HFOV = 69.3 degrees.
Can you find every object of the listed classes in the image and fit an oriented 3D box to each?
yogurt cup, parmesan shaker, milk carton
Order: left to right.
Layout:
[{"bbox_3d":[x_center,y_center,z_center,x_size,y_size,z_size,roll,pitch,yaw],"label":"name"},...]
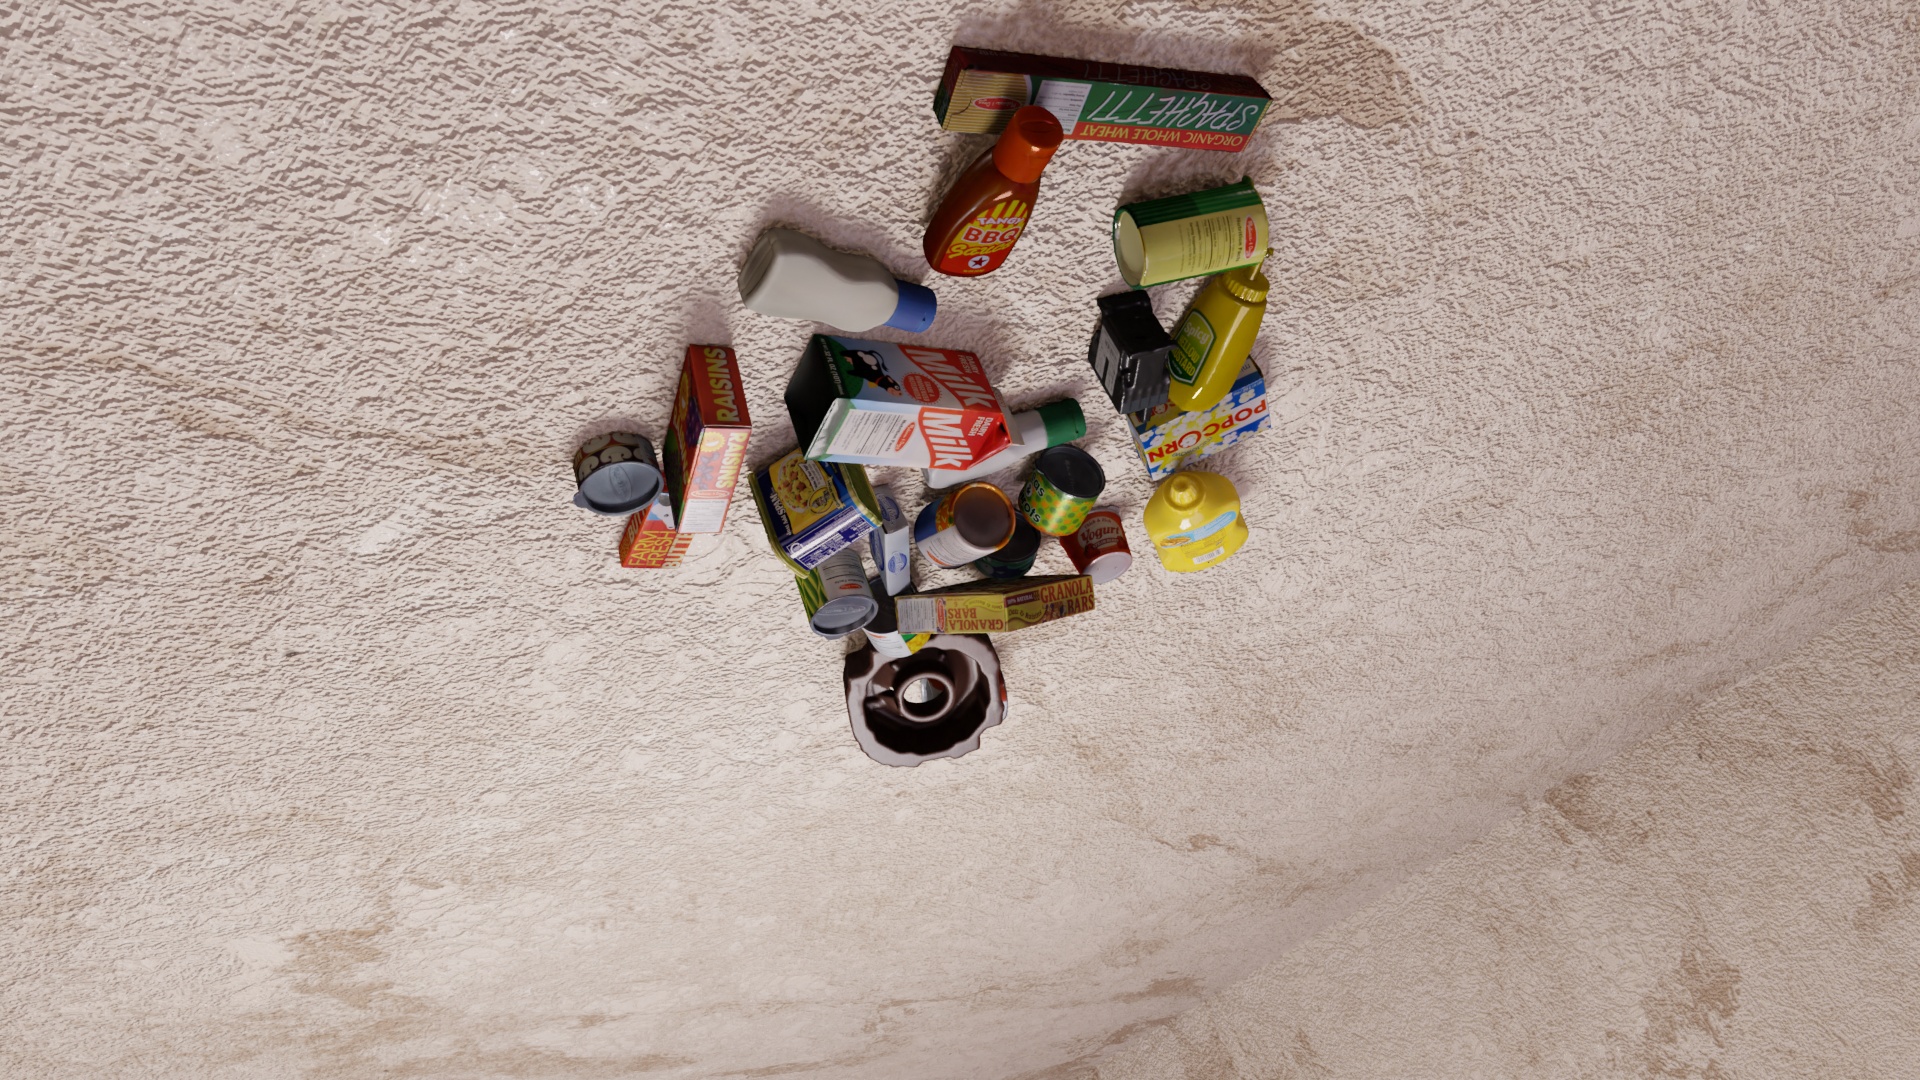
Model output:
[{"bbox_3d":[-0.037,-0.108,1.124,0.191,0.072,0.073,3,139,-31],"label":"milk carton"},{"bbox_3d":[0.139,0.008,1.406,0.072,0.054,0.072,-15,146,-10],"label":"yogurt cup"},{"bbox_3d":[0.176,-0.238,1.073,0.103,0.071,0.071,-13,146,-12],"label":"parmesan shaker"}]

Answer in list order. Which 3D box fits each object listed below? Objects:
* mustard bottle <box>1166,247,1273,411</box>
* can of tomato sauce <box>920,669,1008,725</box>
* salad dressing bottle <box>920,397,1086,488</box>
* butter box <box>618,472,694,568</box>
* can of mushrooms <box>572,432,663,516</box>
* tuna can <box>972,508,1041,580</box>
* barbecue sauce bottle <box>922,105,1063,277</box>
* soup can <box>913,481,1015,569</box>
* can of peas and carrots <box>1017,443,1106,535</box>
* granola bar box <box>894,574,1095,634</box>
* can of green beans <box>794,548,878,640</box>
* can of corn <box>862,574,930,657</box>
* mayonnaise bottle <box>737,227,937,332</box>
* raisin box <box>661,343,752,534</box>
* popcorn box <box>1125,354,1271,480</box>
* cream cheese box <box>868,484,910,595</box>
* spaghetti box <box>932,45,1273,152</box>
[{"bbox_3d":[0.222,-0.184,1.180,0.049,0.065,0.159,-6,138,-32],"label":"mustard bottle"},{"bbox_3d":[0.003,0.172,1.547,0.083,0.071,0.070,-8,144,-15],"label":"can of tomato sauce"},{"bbox_3d":[0.036,-0.088,1.221,0.148,0.044,0.064,-17,151,-10],"label":"salad dressing bottle"},{"bbox_3d":[-0.249,-0.015,1.173,0.053,0.024,0.103,2,140,-33],"label":"butter box"},{"bbox_3d":[-0.274,-0.052,1.099,0.071,0.033,0.070,-16,147,-11],"label":"can of mushrooms"},{"bbox_3d":[0.040,0.004,1.331,0.071,0.071,0.032,-11,146,-16],"label":"tuna can"},{"bbox_3d":[0.025,-0.241,0.965,0.065,0.044,0.148,-7,159,-25],"label":"barbecue sauce bottle"},{"bbox_3d":[0.004,-0.016,1.258,0.071,0.071,0.083,-4,170,-25],"label":"soup can"},{"bbox_3d":[0.091,-0.047,1.291,0.071,0.071,0.058,-2,142,-28],"label":"can of peas and carrots"},{"bbox_3d":[0.035,0.060,1.334,0.124,0.039,0.166,-3,-177,34],"label":"granola bar box"},{"bbox_3d":[-0.118,0.049,1.310,0.071,0.058,0.071,-16,146,-11],"label":"can of green beans"},{"bbox_3d":[-0.065,0.073,1.370,0.071,0.071,0.058,-23,147,1],"label":"can of corn"},{"bbox_3d":[-0.086,-0.184,1.018,0.148,0.041,0.064,7,138,-39],"label":"mayonnaise bottle"},{"bbox_3d":[-0.196,-0.076,1.062,0.040,0.086,0.122,1,140,-24],"label":"raisin box"},{"bbox_3d":[0.223,-0.115,1.296,0.127,0.038,0.085,-25,148,3],"label":"popcorn box"},{"bbox_3d":[-0.066,0.000,1.275,0.024,0.053,0.103,-19,147,-13],"label":"cream cheese box"},{"bbox_3d":[0.102,-0.304,0.967,0.251,0.029,0.049,-4,143,-26],"label":"spaghetti box"}]
